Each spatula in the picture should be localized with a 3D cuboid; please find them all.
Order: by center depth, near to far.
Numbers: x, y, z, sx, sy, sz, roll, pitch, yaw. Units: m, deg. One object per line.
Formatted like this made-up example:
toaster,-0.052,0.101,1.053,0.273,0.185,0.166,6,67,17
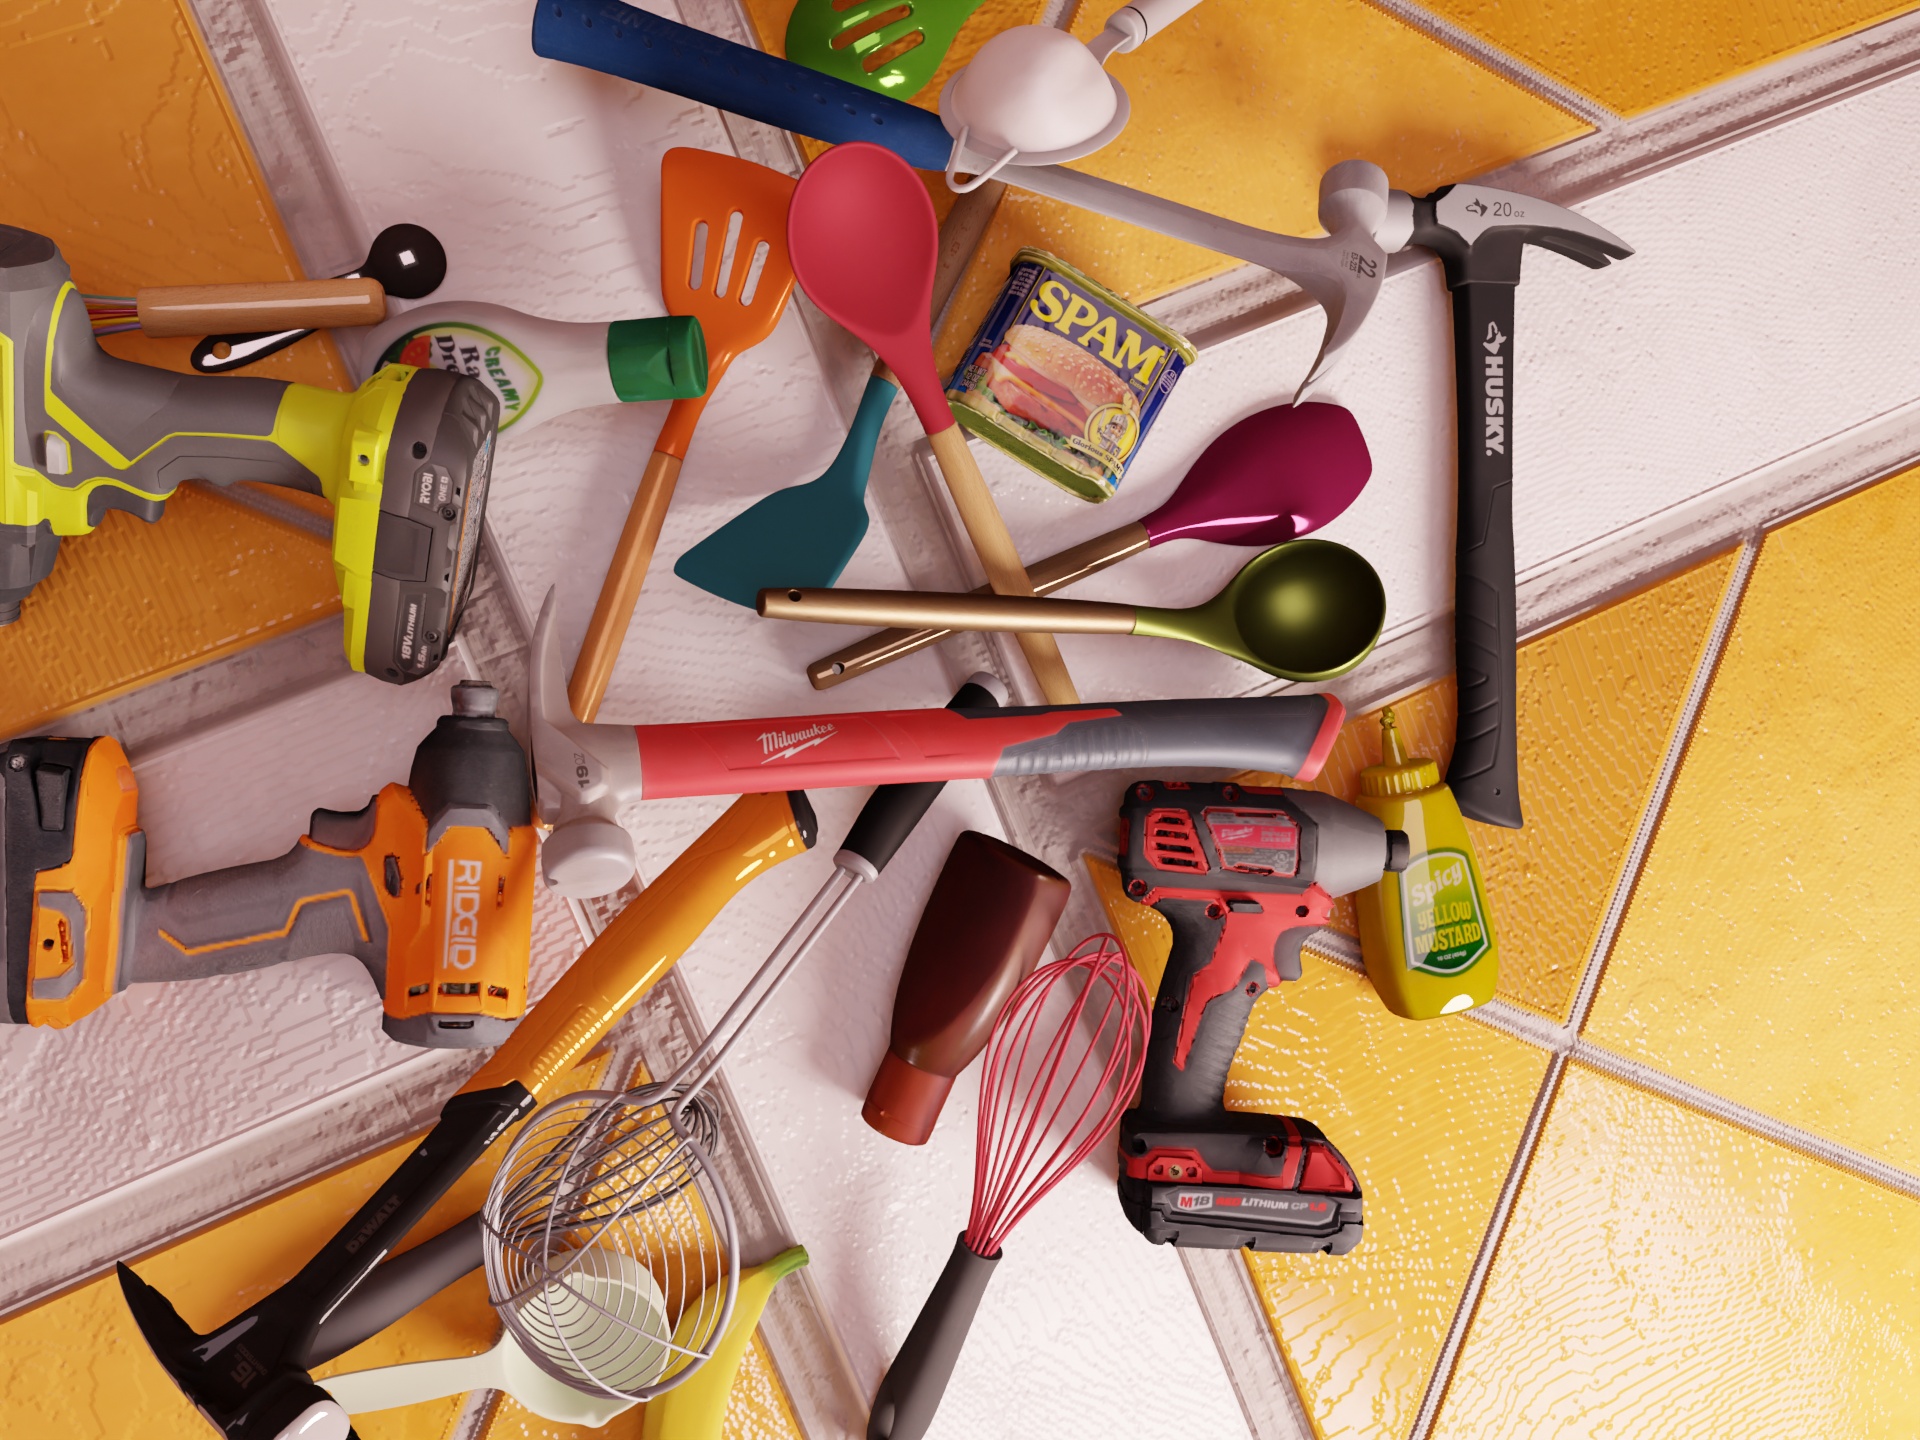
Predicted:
spatula,-0.147,-0.103,0.744,0.081,0.041,0.322,19,89,3
spatula,-0.028,-0.189,0.764,0.082,0.044,0.317,22,82,29

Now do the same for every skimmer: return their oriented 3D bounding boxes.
skimmer,-0.079,0.127,0.727,0.127,0.090,0.363,24,59,23

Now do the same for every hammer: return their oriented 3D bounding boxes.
hammer,-0.183,0.140,0.664,0.337,0.127,0.034,-47,138,-28
hammer,0.005,-0.258,0.734,0.405,0.035,0.144,16,59,-6
hammer,-0.001,-0.002,0.738,0.386,0.038,0.143,-3,57,-19
hammer,0.281,-0.110,0.837,0.146,0.035,0.335,-1,91,-11

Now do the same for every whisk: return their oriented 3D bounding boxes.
whisk,-0.377,-0.172,0.688,0.245,0.047,0.051,-6,100,-11
whisk,-0.217,0.238,0.736,0.239,0.055,0.055,-29,97,-5
whisk,0.017,0.232,0.753,0.073,0.073,0.295,20,103,-12

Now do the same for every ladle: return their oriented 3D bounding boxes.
ladle,0.003,-0.114,0.743,0.069,0.031,0.315,-29,114,-8
ladle,0.062,-0.055,0.746,0.320,0.062,0.078,1,60,-26

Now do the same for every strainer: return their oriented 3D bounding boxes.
strainer,0.072,-0.324,0.746,0.087,0.050,0.258,30,54,20

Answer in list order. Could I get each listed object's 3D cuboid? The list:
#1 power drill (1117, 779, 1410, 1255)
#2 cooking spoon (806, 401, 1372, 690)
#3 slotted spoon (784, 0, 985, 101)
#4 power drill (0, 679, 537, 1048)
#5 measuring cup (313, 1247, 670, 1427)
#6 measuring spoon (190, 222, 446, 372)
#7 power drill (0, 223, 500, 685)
power drill,0.146,0.141,0.784,0.143,0.078,0.220,2,87,1
cooking spoon,0.070,-0.084,0.801,0.319,0.017,0.069,-24,95,-11
slotted spoon,0.054,-0.392,0.789,0.314,0.031,0.070,-32,101,-11
power drill,-0.302,0.058,0.696,0.226,0.084,0.164,4,90,-16
measuring cup,-0.219,0.288,0.734,0.167,0.038,0.083,-7,106,-10
measuring spoon,-0.293,-0.190,0.723,0.124,0.018,0.034,-30,97,-9
power drill,-0.321,-0.098,0.673,0.223,0.080,0.171,13,120,-11
